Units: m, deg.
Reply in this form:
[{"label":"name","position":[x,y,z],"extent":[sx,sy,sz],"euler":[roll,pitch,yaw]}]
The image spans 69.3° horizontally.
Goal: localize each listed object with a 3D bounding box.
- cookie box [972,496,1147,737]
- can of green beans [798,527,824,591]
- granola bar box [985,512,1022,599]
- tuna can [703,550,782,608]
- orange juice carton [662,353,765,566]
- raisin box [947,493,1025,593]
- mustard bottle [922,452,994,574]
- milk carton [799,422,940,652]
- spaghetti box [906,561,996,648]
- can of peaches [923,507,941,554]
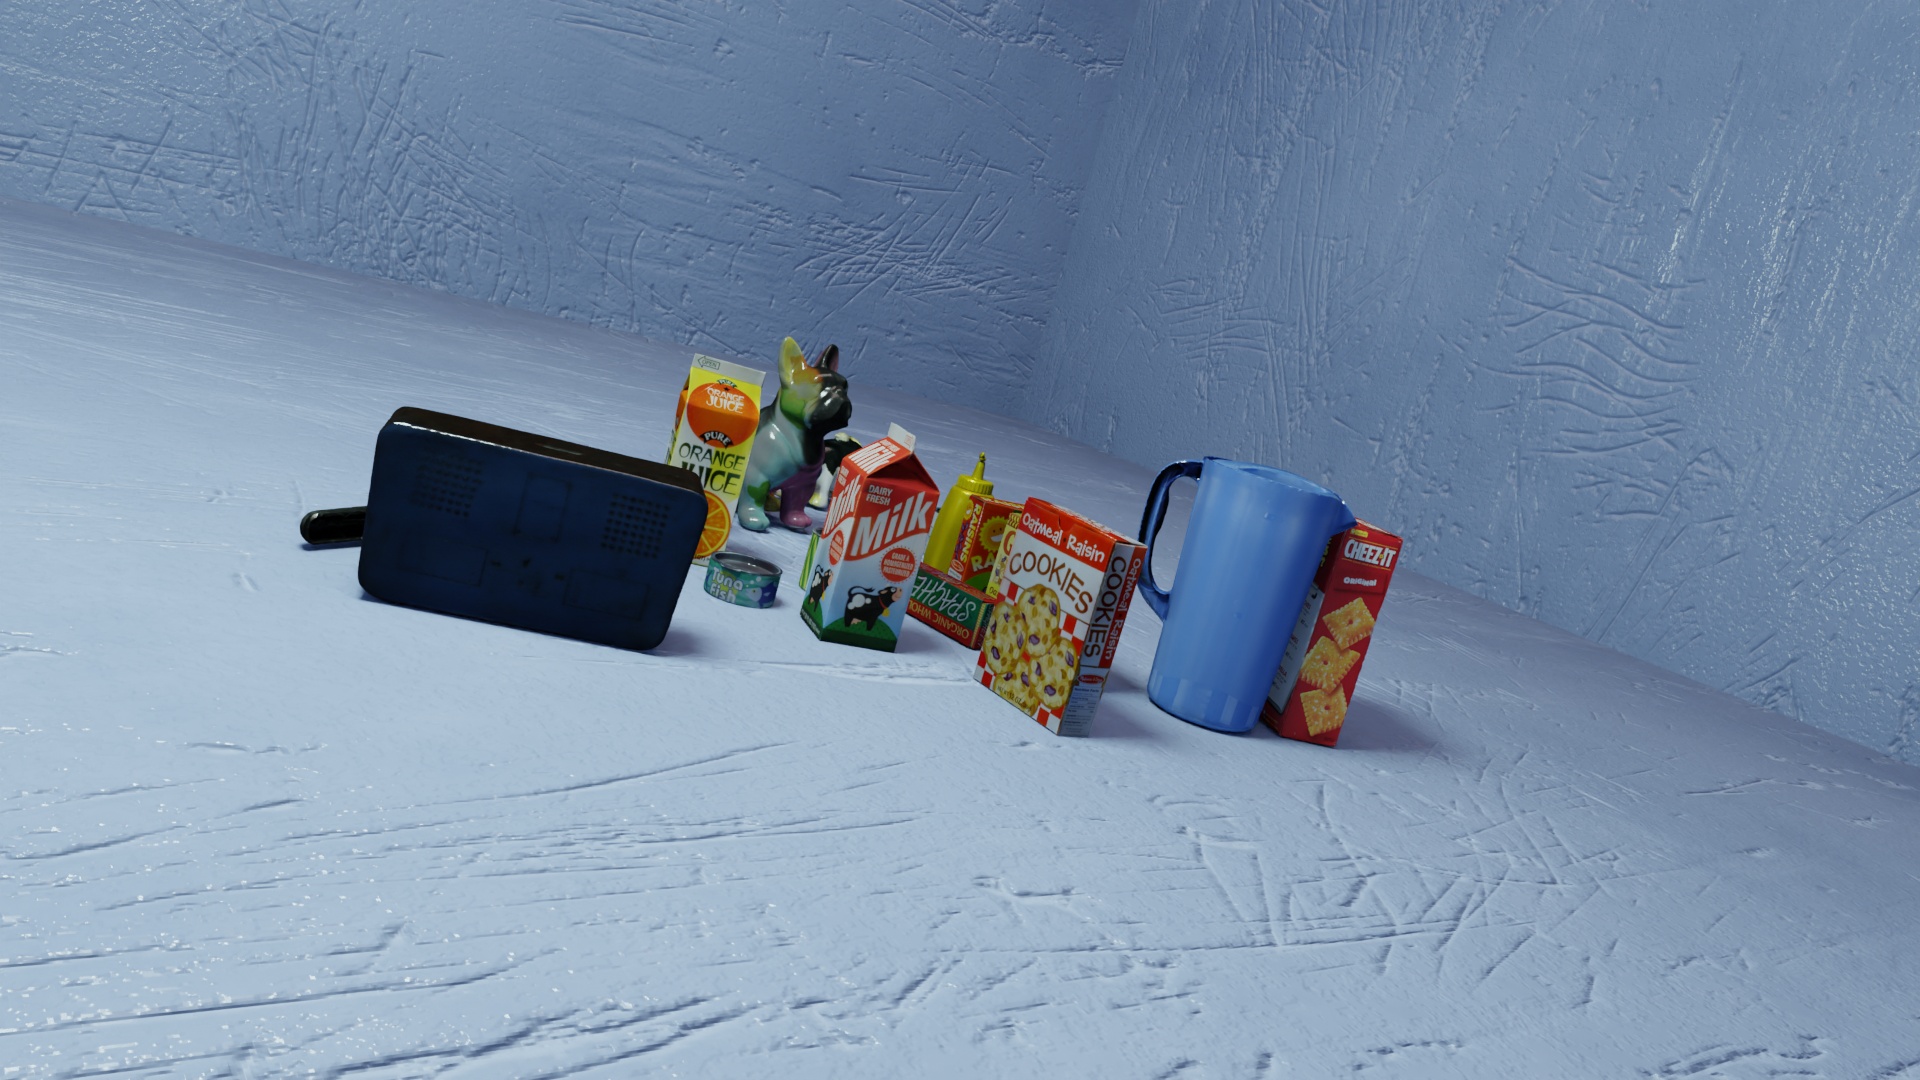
[{"label":"cookie box","position":[0.080,0.061,1.156],"extent":[0.040,0.167,0.123],"euler":[9,12,-37]},{"label":"can of green beans","position":[-0.120,0.024,1.359],"extent":[0.071,0.057,0.071],"euler":[16,10,-3]},{"label":"granola bar box","position":[0.089,0.056,1.329],"extent":[0.039,0.124,0.166],"euler":[10,12,-35]},{"label":"tuna can","position":[-0.197,0.035,1.248],"extent":[0.071,0.032,0.071],"euler":[16,10,-3]},{"label":"orange juice carton","position":[-0.244,-0.078,1.333],"extent":[0.072,0.192,0.073],"euler":[13,10,-18]},{"label":"raisin box","position":[0.037,0.021,1.440],"extent":[0.086,0.123,0.040],"euler":[12,10,-26]},{"label":"mustard bottle","position":[0.005,-0.019,1.501],"extent":[0.065,0.160,0.049],"euler":[13,10,-19]},{"label":"milk carton","position":[-0.075,-0.006,1.214],"extent":[0.073,0.190,0.072],"euler":[12,10,-24]},{"label":"spaghetti box","position":[-0.056,0.042,1.389],"extent":[0.029,0.050,0.250],"euler":[7,14,-46]},{"label":"can of peaches","position":[-0.006,-0.003,1.691],"extent":[0.071,0.058,0.071],"euler":[16,10,-3]}]
